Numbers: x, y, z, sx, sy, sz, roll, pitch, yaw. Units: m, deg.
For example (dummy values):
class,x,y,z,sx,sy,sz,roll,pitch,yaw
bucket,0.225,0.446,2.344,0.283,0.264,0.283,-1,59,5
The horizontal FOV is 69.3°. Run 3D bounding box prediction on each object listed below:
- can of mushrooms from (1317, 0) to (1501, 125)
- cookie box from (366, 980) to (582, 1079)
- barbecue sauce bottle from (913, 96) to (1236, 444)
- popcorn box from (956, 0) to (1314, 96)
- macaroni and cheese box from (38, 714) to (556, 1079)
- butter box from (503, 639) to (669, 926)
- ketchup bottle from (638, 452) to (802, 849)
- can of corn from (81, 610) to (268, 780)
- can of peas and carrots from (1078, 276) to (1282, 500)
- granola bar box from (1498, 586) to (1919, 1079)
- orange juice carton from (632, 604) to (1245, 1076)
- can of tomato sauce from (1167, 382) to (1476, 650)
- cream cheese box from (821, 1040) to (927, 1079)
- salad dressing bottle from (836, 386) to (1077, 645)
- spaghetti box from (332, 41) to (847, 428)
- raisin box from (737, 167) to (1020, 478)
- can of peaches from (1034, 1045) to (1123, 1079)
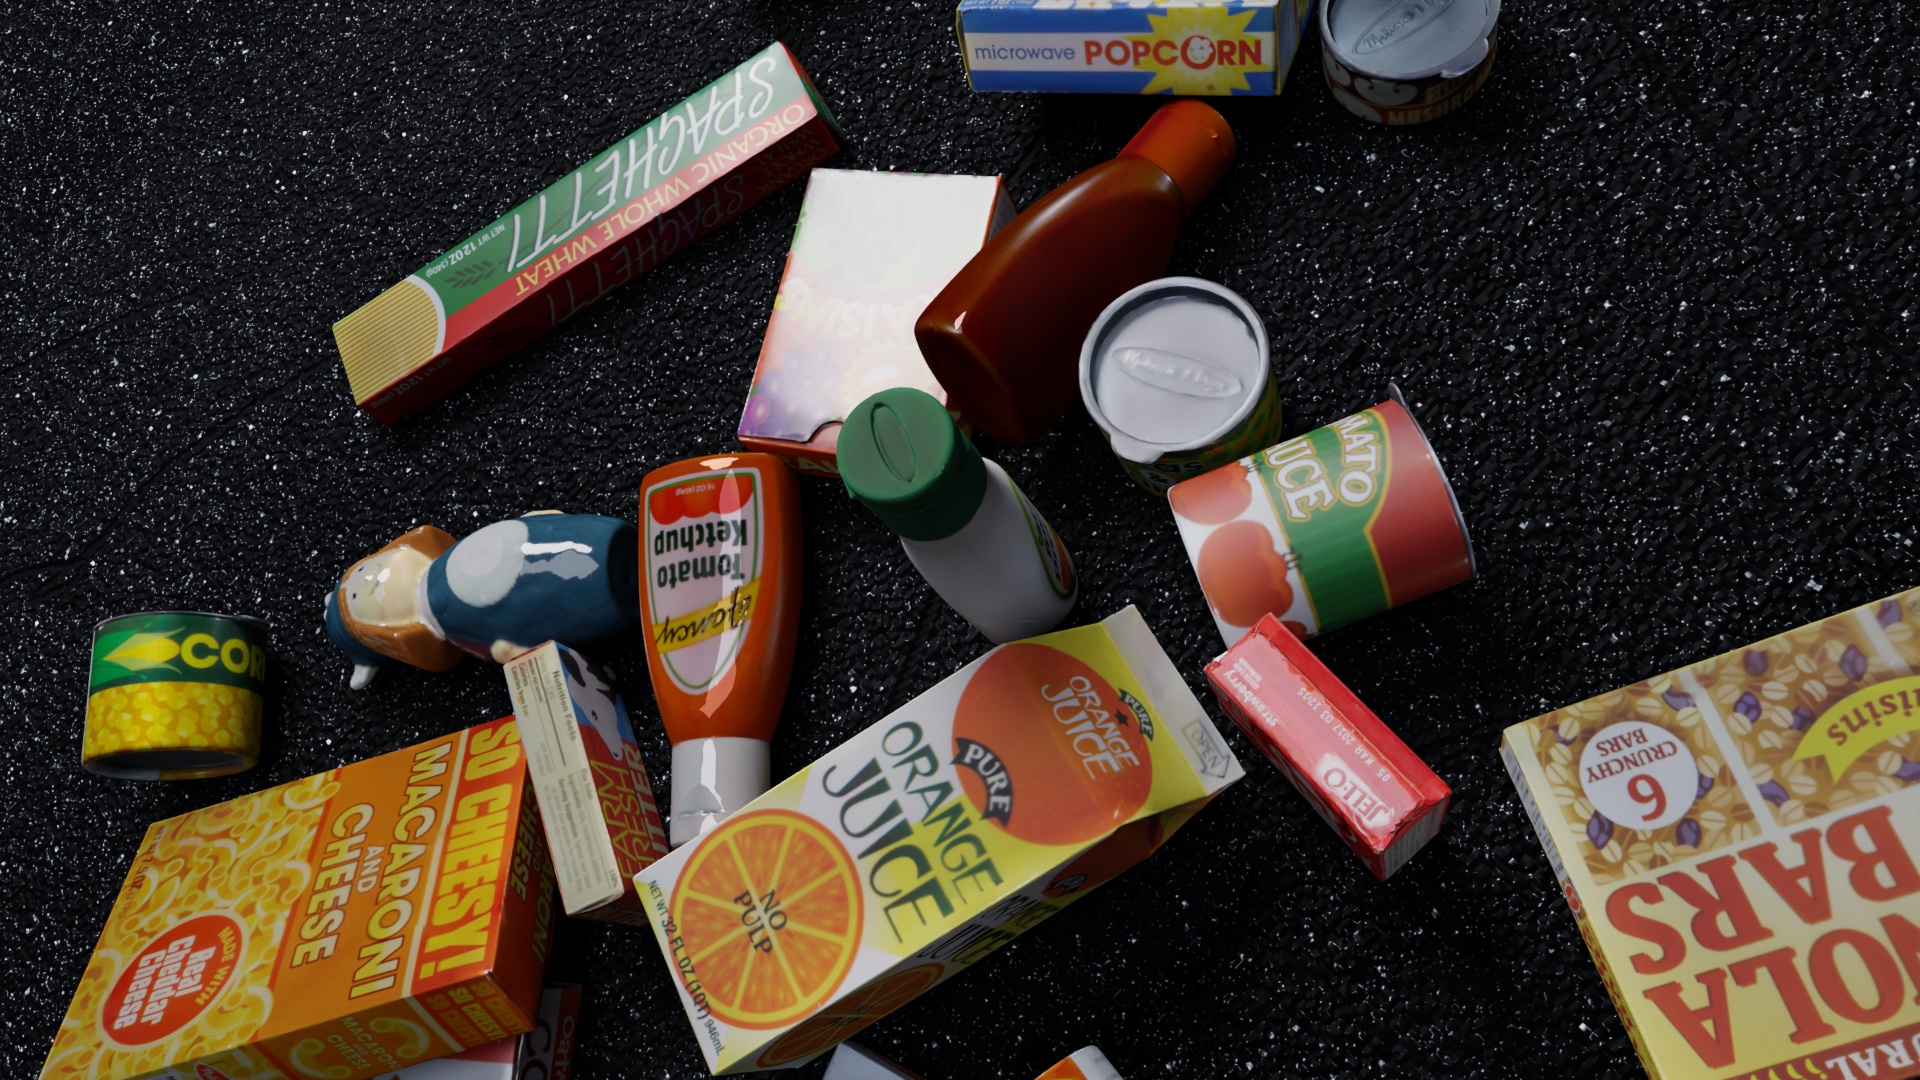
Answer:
class,x,y,z,sx,sy,sz,roll,pitch,yaw
can of mushrooms,0.174,-0.195,0.535,0.071,0.033,0.071,-5,70,15
cookie box,-0.212,0.243,0.506,0.123,0.040,0.168,-2,71,17
barbecue sauce bottle,0.049,-0.108,0.524,0.149,0.064,0.043,-50,35,-19
popcorn box,0.072,-0.215,0.555,0.127,0.038,0.085,8,47,20
macaroni and cheese box,-0.232,0.139,0.512,0.166,0.040,0.124,-17,39,4
butter box,-0.139,0.093,0.527,0.024,0.053,0.104,-25,67,5
ketchup bottle,-0.092,0.043,0.534,0.065,0.043,0.149,-9,70,15
can of corn,-0.330,0.066,0.589,0.071,0.071,0.058,-12,70,14
can of peas and carrots,0.080,-0.051,0.502,0.071,0.058,0.071,-5,71,16
granola bar box,0.264,0.088,0.408,0.165,0.039,0.124,-21,66,10
orange juice carton,-0.004,0.100,0.471,0.192,0.073,0.072,-33,65,4
can of tomato sauce,0.119,-0.004,0.469,0.083,0.071,0.071,-22,67,10
cream cheese box,-0.038,0.228,0.465,0.053,0.024,0.104,21,79,24
salad dressing bottle,0.002,-0.006,0.463,0.044,0.147,0.064,-27,67,8
spaghetti box,-0.170,-0.137,0.627,0.250,0.028,0.050,-30,67,6
raisin box,-0.031,-0.086,0.560,0.086,0.040,0.123,9,76,19
can of peaches,0.034,0.201,0.427,0.071,0.071,0.058,-43,65,1
